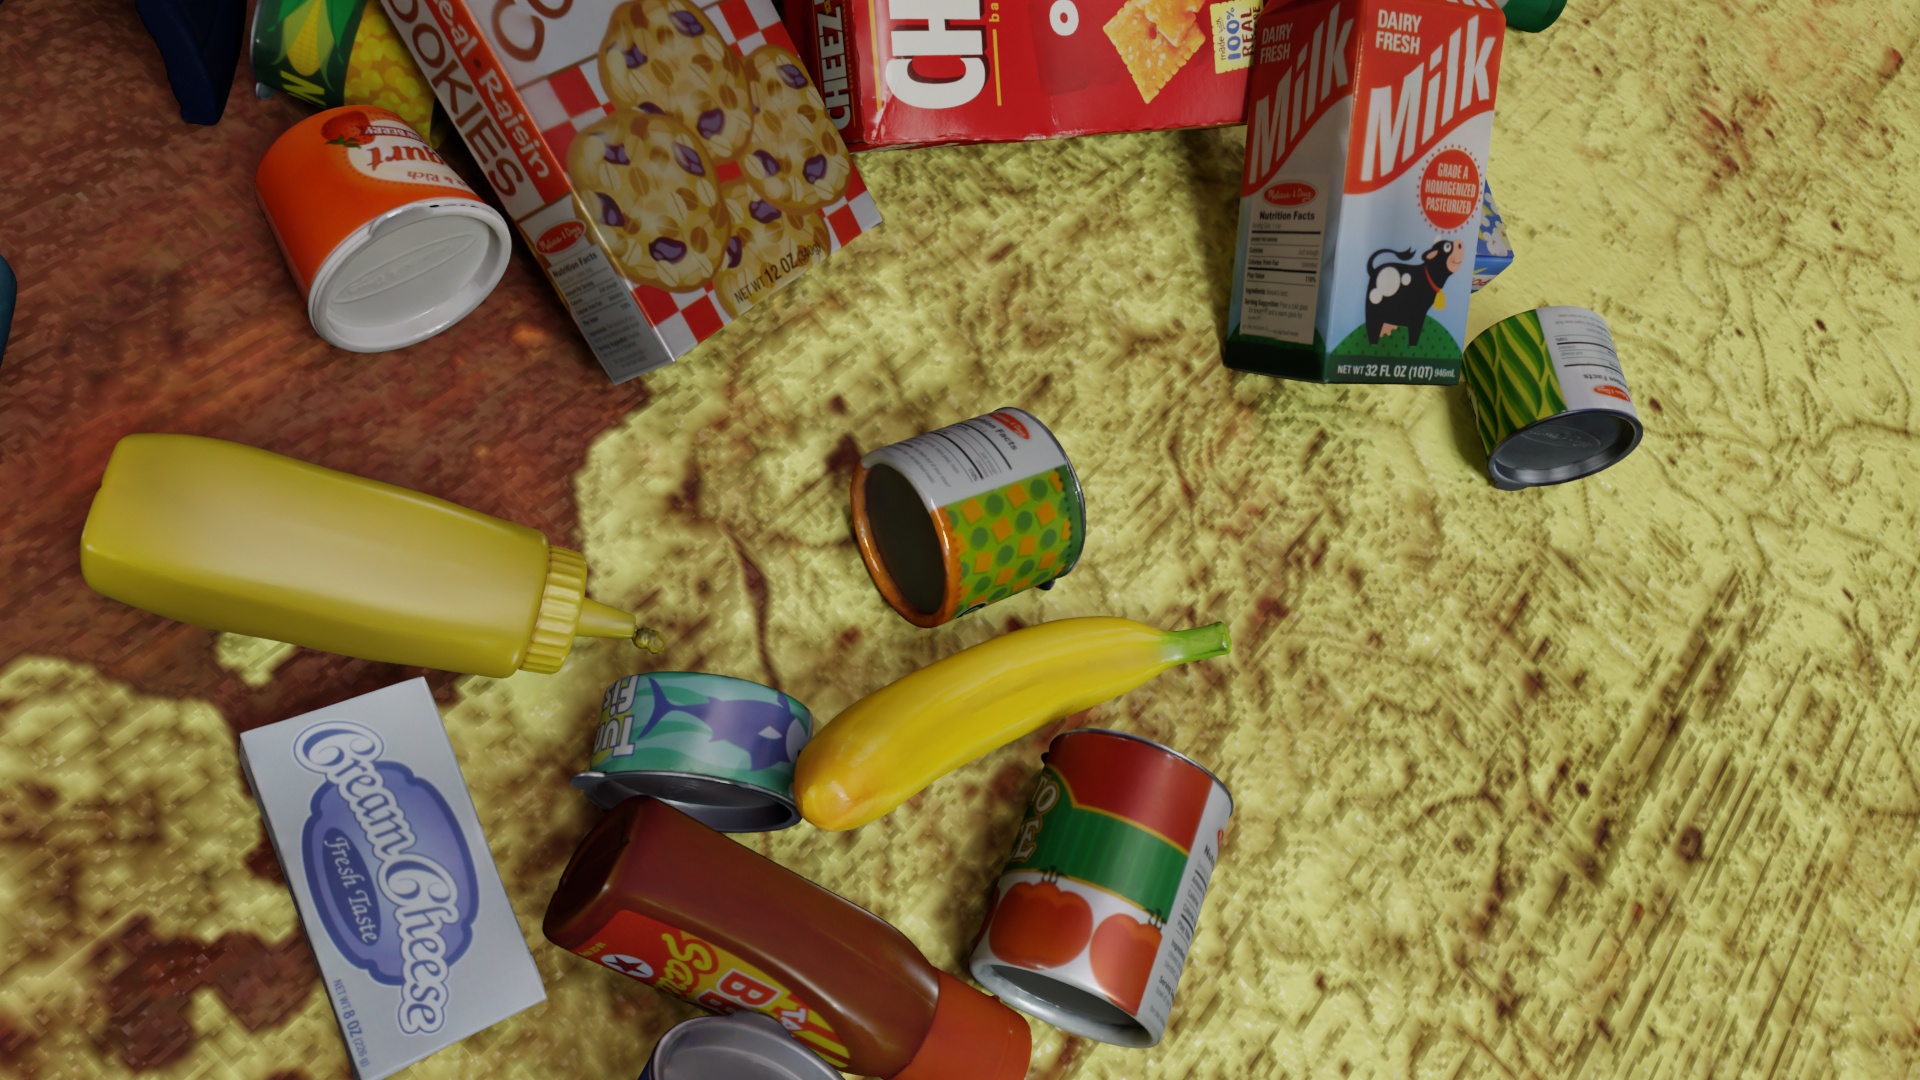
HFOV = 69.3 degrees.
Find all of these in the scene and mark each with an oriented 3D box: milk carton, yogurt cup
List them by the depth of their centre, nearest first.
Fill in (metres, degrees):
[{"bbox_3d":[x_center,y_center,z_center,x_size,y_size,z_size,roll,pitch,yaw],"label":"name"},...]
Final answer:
[{"bbox_3d":[-0.190,-0.102,0.451,0.073,0.072,0.054,-30,75,-31],"label":"yogurt cup"},{"bbox_3d":[0.167,-0.162,0.577,0.072,0.073,0.190,-2,102,-24],"label":"milk carton"}]

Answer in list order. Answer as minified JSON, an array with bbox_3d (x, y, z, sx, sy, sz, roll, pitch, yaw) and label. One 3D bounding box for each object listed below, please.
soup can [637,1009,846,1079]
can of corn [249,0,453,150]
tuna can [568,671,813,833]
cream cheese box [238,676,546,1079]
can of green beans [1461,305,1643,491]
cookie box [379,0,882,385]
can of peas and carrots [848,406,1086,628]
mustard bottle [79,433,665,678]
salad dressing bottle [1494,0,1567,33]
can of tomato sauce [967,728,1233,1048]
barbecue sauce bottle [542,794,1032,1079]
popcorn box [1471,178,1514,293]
[{"bbox_3d":[-0.069,0.179,0.364,0.071,0.071,0.083,28,100,-11],"label":"soup can"},{"bbox_3d":[-0.200,-0.172,0.475,0.058,0.071,0.071,22,62,-15],"label":"can of corn"},{"bbox_3d":[-0.081,0.065,0.425,0.071,0.070,0.033,14,63,-18],"label":"tuna can"},{"bbox_3d":[-0.163,0.096,0.400,0.053,0.024,0.104,-19,78,-31],"label":"cream cheese box"},{"bbox_3d":[0.268,-0.065,0.633,0.071,0.071,0.058,8,60,-21],"label":"can of green beans"},{"bbox_3d":[-0.110,-0.156,0.474,0.123,0.040,0.167,-45,115,-42],"label":"cookie box"},{"bbox_3d":[0.002,-0.006,0.494,0.059,0.070,0.071,-20,78,-29],"label":"can of peas and carrots"},{"bbox_3d":[-0.166,0.011,0.415,0.160,0.065,0.049,16,69,-24],"label":"mustard bottle"},{"bbox_3d":[0.262,-0.311,0.752,0.148,0.043,0.064,7,64,-22],"label":"salad dressing bottle"},{"bbox_3d":[0.045,0.114,0.462,0.071,0.071,0.083,30,60,-10],"label":"can of tomato sauce"},{"bbox_3d":[-0.047,0.129,0.418,0.148,0.064,0.044,33,50,-18],"label":"barbecue sauce bottle"},{"bbox_3d":[0.208,-0.182,0.675,0.085,0.038,0.127,-4,71,-24],"label":"popcorn box"}]
